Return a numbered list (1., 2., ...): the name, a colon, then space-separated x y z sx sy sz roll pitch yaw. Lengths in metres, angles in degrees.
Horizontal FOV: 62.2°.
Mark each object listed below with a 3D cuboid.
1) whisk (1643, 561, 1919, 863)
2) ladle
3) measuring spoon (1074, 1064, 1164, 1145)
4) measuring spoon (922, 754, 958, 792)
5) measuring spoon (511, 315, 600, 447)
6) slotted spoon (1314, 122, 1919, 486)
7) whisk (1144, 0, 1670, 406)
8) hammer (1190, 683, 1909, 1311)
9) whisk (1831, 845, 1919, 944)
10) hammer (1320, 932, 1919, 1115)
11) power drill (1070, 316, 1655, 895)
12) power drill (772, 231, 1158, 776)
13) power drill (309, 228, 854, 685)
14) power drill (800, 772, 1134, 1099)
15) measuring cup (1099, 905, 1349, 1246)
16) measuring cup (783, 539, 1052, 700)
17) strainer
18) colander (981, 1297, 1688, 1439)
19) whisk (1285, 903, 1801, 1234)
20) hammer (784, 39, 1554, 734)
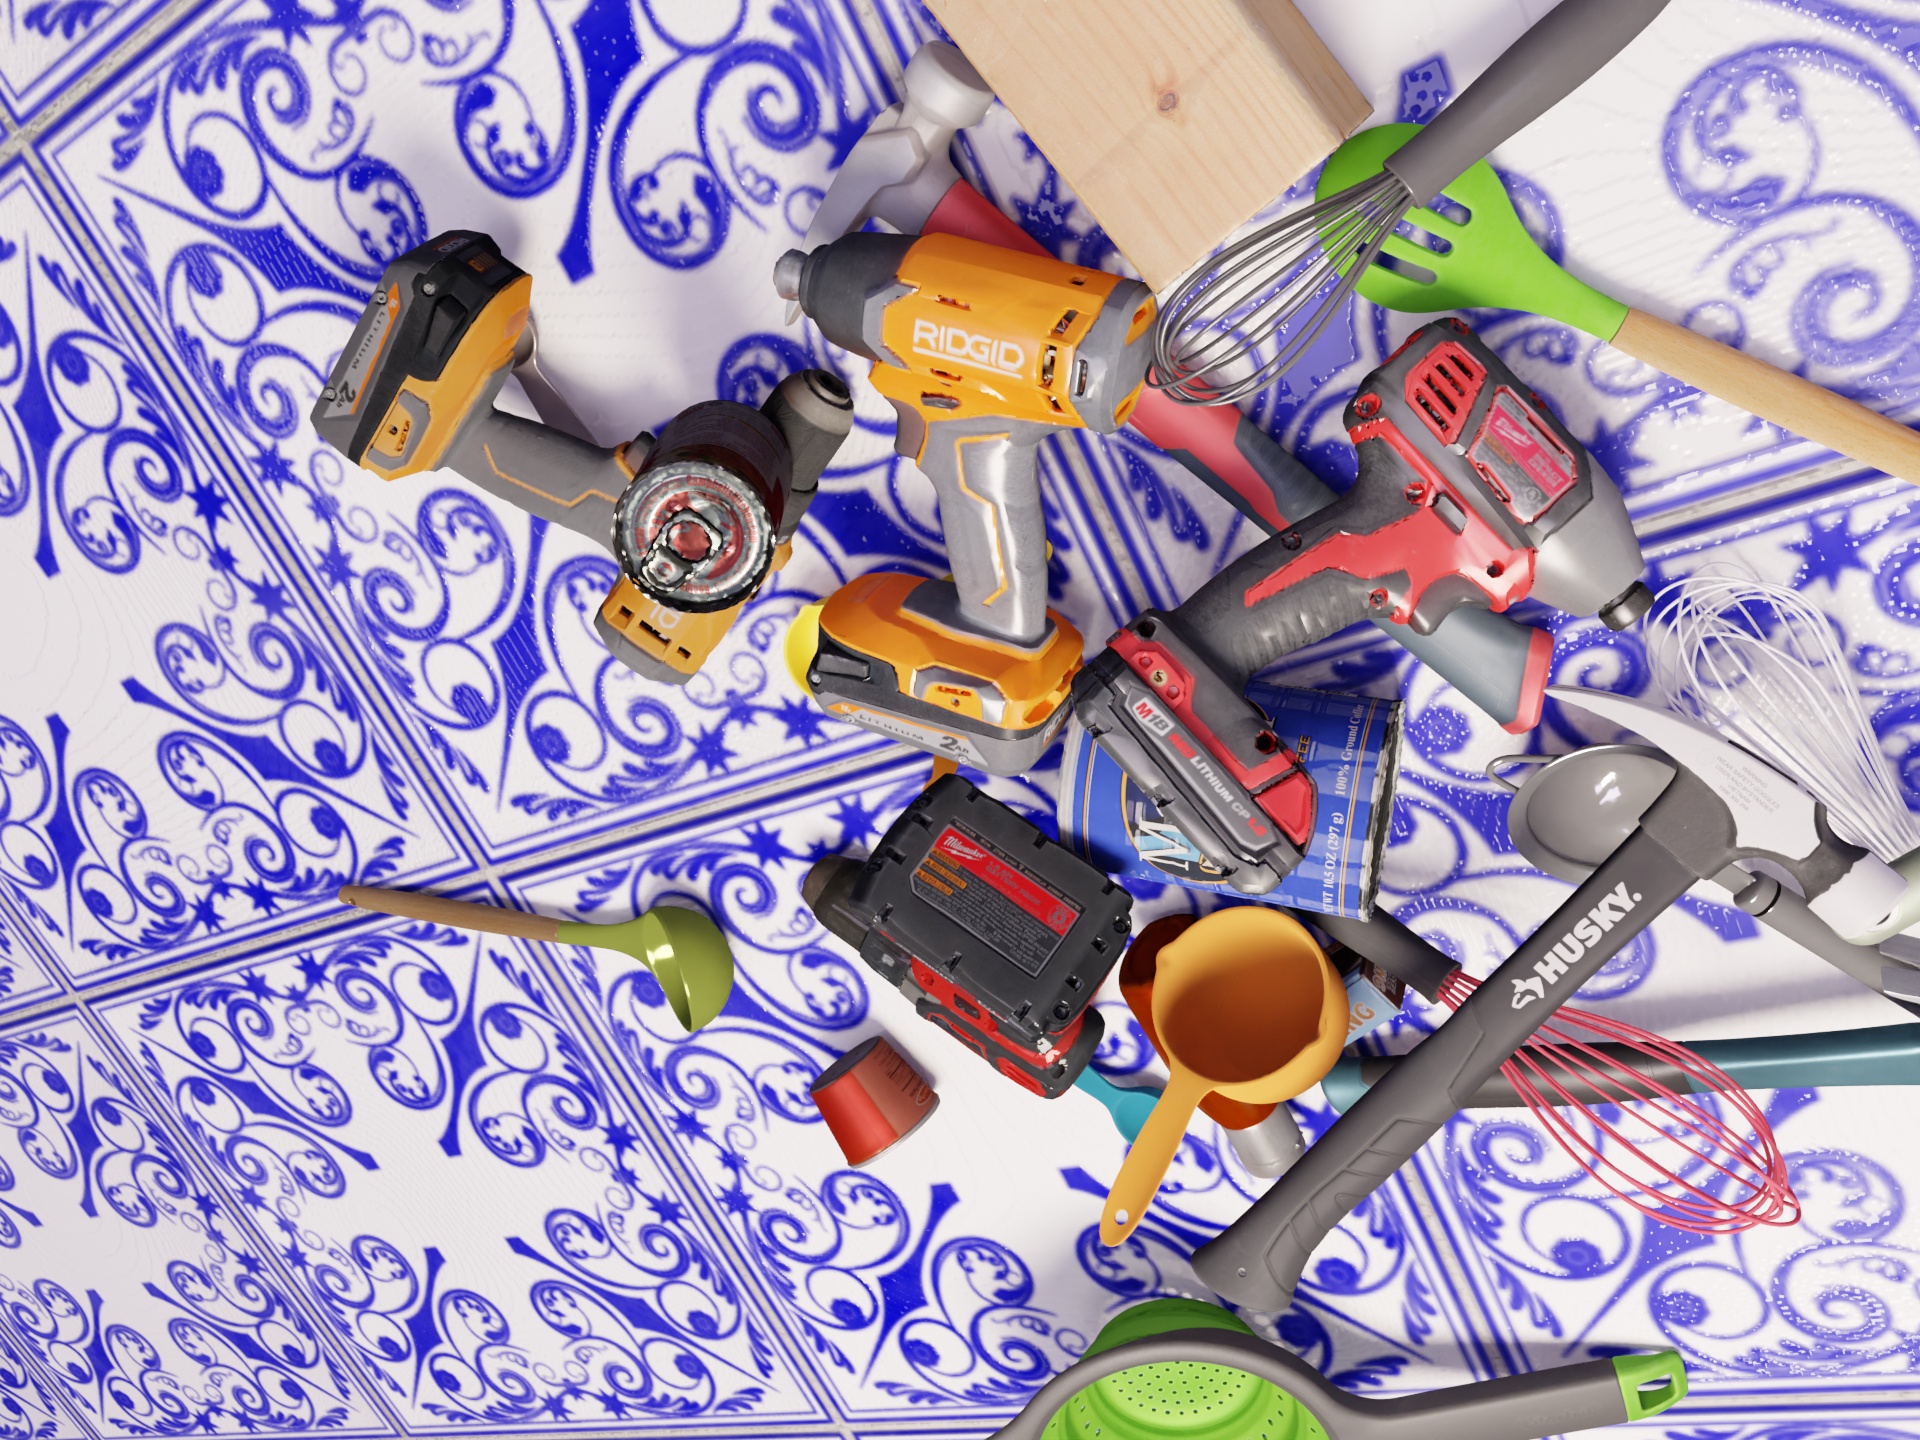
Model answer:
1. whisk: 0.384 0.044 0.662 0.284 0.070 0.070 46 126 -12
2. ladle: -0.281 0.137 1.012 0.320 0.062 0.078 6 117 24
3. measuring spoon: 0.075 0.200 0.915 0.129 0.021 0.042 35 127 13
4. measuring spoon: -0.001 -0.003 0.836 0.021 0.011 0.116 19 120 13
5. measuring spoon: -0.210 -0.164 0.835 0.034 0.018 0.124 -21 114 24
6. slotted spoon: 0.281 -0.145 0.617 0.314 0.031 0.070 27 125 6
7. whisk: 0.165 -0.200 0.590 0.239 0.055 0.055 -39 98 15
8. hammer: 0.212 0.134 0.676 0.146 0.035 0.334 45 112 18
9. whisk: 0.443 0.016 0.595 0.246 0.059 0.058 -37 70 23
10. hammer: 0.328 0.165 0.747 0.331 0.033 0.128 -14 124 36
11. power drill: 0.161 -0.038 0.635 0.219 0.078 0.143 -43 88 4
12. power drill: -0.011 -0.101 0.701 0.164 0.084 0.226 19 127 17
13. power drill: -0.178 -0.144 0.781 0.226 0.084 0.185 36 119 -11
14. power drill: -0.006 0.107 0.810 0.188 0.080 0.226 34 161 12
15. measuring cup: 0.120 0.174 0.755 0.095 0.173 0.052 23 169 40
16. measuring cup: -0.020 -0.058 0.808 0.156 0.029 0.062 -26 105 21
17. strainer: 0.344 0.072 0.704 0.258 0.050 0.086 31 132 -2
18. colander: 0.208 0.394 0.931 0.397 0.095 0.204 -16 111 11
19. whisk: 0.239 0.132 0.726 0.296 0.073 0.073 36 130 31
20. hammer: 0.098 -0.118 0.707 0.386 0.038 0.143 40 127 -1
